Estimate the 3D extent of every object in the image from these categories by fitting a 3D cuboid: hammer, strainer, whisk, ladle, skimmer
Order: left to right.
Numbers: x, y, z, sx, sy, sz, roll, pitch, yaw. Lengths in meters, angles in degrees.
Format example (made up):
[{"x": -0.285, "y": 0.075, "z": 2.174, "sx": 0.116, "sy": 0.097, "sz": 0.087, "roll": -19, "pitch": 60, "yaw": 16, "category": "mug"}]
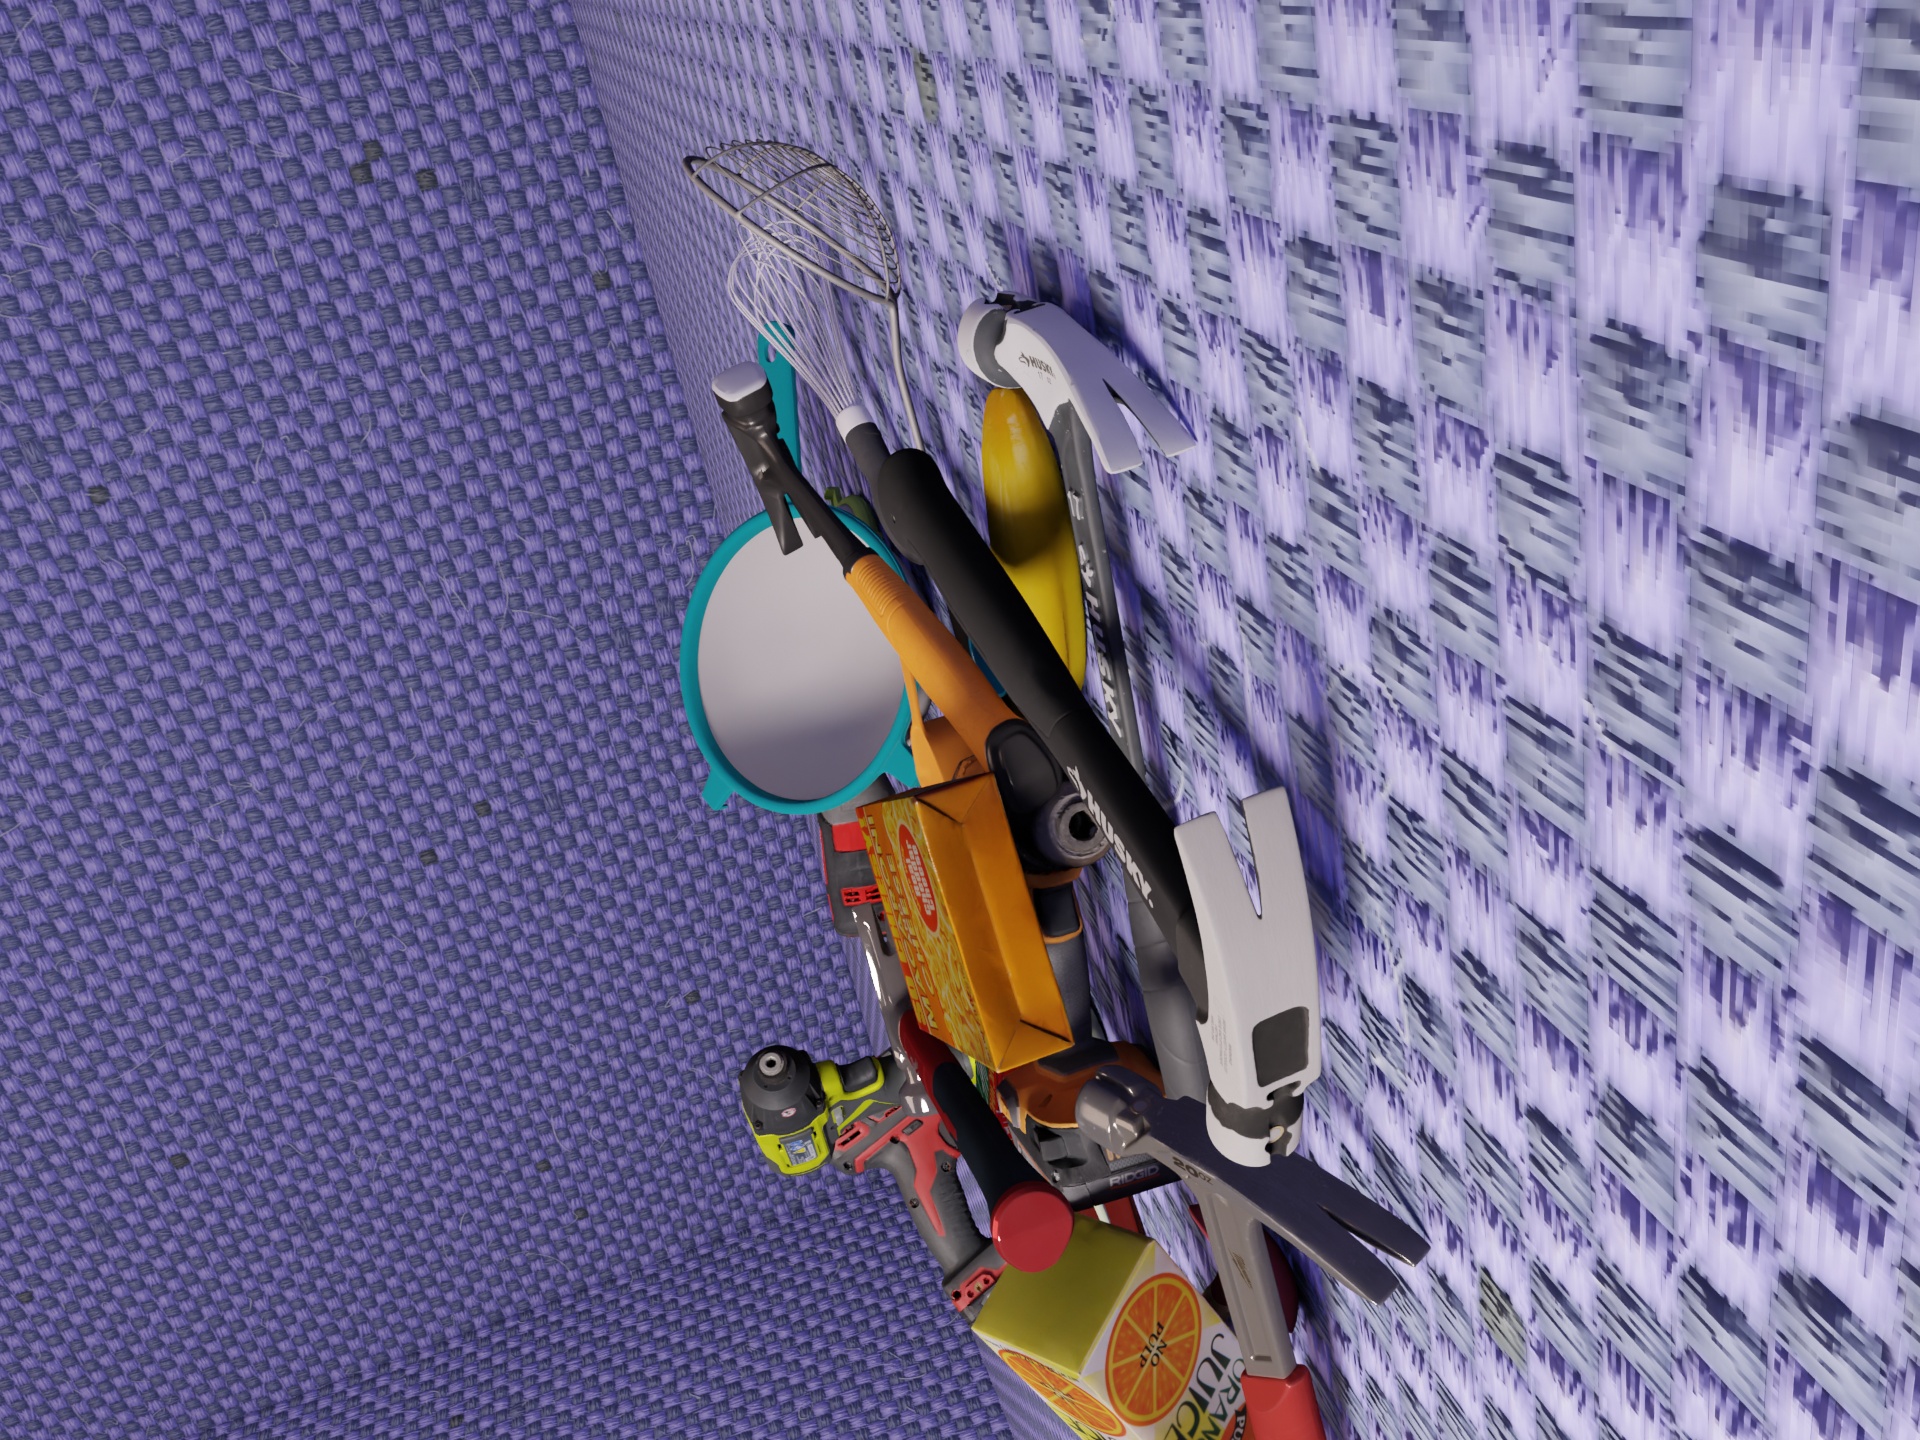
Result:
[{"x": -0.115, "y": -0.049, "z": 1.237, "sx": 0.152, "sy": 0.069, "sz": 0.256, "roll": -128, "pitch": 41, "yaw": -61, "category": "strainer"}, {"x": -0.094, "y": -0.105, "z": 1.112, "sx": 0.095, "sy": 0.211, "sz": 0.340, "roll": 3, "pitch": -100, "yaw": -55, "category": "strainer"}, {"x": -0.080, "y": -0.213, "z": 1.014, "sx": 0.070, "sy": 0.070, "sz": 0.285, "roll": 92, "pitch": 153, "yaw": -64, "category": "whisk"}, {"x": -0.049, "y": -0.135, "z": 0.861, "sx": 0.127, "sy": 0.090, "sz": 0.363, "roll": -71, "pitch": -34, "yaw": -71, "category": "skimmer"}, {"x": -0.040, "y": -0.061, "z": 0.817, "sx": 0.337, "sy": 0.034, "sz": 0.127, "roll": 52, "pitch": 168, "yaw": 44, "category": "hammer"}, {"x": -0.006, "y": 0.190, "z": 0.860, "sx": 0.386, "sy": 0.038, "sz": 0.143, "roll": -170, "pitch": 65, "yaw": -80, "category": "hammer"}, {"x": 0.036, "y": -0.007, "z": 0.591, "sx": 0.335, "sy": 0.035, "sz": 0.146, "roll": -120, "pitch": 15, "yaw": -44, "category": "hammer"}, {"x": 0.076, "y": 0.036, "z": 0.650, "sx": 0.149, "sy": 0.036, "sz": 0.408, "roll": -128, "pitch": 22, "yaw": -61, "category": "hammer"}, {"x": 0.134, "y": 0.301, "z": 0.821, "sx": 0.069, "sy": 0.031, "sz": 0.315, "roll": 50, "pitch": 164, "yaw": 24, "category": "ladle"}, {"x": 0.145, "y": 0.301, "z": 0.668, "sx": 0.149, "sy": 0.037, "sz": 0.358, "roll": 22, "pitch": 139, "yaw": 47, "category": "hammer"}]

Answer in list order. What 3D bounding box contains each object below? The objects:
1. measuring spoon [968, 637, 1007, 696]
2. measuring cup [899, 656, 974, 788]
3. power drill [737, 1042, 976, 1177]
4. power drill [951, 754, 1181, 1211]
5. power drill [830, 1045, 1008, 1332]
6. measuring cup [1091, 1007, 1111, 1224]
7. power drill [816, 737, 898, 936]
[{"x": 0.030, "y": -0.056, "z": 0.808, "sx": 0.042, "sy": 0.021, "sz": 0.128, "roll": 61, "pitch": 158, "yaw": 21, "category": "measuring spoon"}, {"x": -0.002, "y": -0.003, "z": 0.960, "sx": 0.095, "sy": 0.052, "sz": 0.173, "roll": -142, "pitch": 38, "yaw": -71, "category": "measuring cup"}, {"x": -0.046, "y": 0.248, "z": 1.143, "sx": 0.171, "sy": 0.223, "sz": 0.080, "roll": 88, "pitch": 161, "yaw": -58, "category": "power drill"}, {"x": 0.055, "y": 0.124, "z": 0.801, "sx": 0.185, "sy": 0.084, "sz": 0.226, "roll": 178, "pitch": 79, "yaw": -79, "category": "power drill"}, {"x": 0.011, "y": 0.348, "z": 1.271, "sx": 0.227, "sy": 0.188, "sz": 0.080, "roll": 51, "pitch": 169, "yaw": 13, "category": "power drill"}, {"x": 0.082, "y": 0.243, "z": 0.982, "sx": 0.083, "sy": 0.038, "sz": 0.167, "roll": -178, "pitch": 69, "yaw": -80, "category": "measuring cup"}, {"x": -0.062, "y": 0.097, "z": 1.221, "sx": 0.219, "sy": 0.078, "sz": 0.143, "roll": 58, "pitch": -156, "yaw": -78, "category": "power drill"}]
